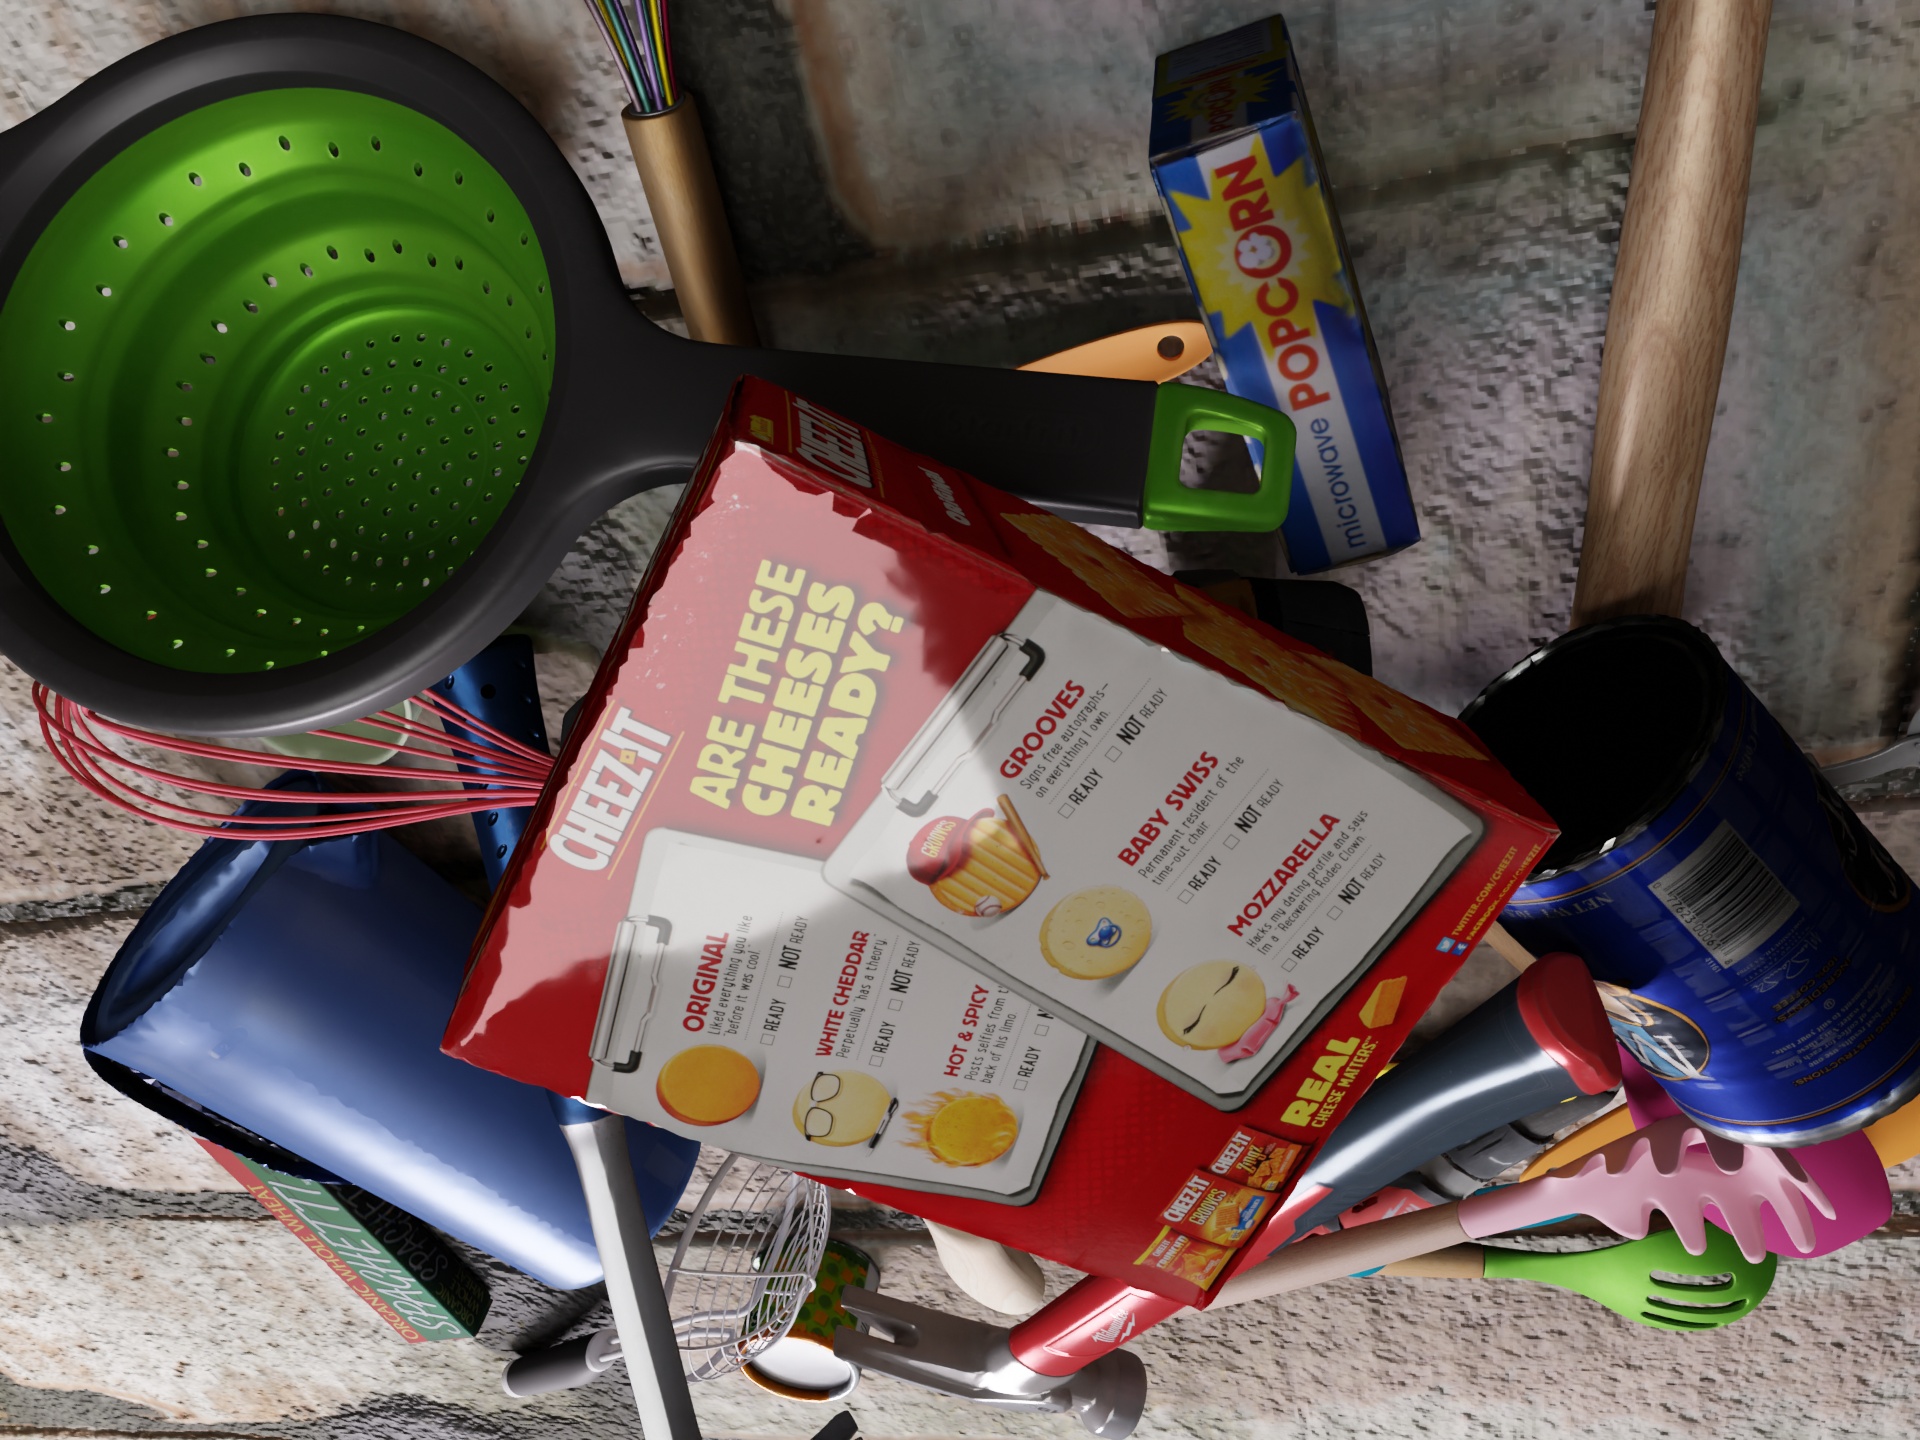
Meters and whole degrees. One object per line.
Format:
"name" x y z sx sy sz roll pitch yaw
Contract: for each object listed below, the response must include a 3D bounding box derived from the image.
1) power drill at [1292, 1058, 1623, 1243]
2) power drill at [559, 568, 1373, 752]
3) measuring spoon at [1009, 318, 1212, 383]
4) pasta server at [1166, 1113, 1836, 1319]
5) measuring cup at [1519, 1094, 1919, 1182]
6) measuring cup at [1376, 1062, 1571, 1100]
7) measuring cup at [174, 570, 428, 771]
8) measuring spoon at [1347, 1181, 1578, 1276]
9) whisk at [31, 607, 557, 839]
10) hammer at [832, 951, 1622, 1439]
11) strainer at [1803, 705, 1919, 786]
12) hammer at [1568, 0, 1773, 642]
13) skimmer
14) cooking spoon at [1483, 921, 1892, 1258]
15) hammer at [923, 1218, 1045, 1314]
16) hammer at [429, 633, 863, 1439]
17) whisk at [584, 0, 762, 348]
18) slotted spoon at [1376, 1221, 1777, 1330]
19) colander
"power drill" 0.134 0.132 0.638 0.226 0.080 0.188 33 127 -20
"power drill" -0.001 -0.002 0.514 0.226 0.185 0.084 -4 95 -2
"measuring spoon" 0.025 -0.107 0.505 0.117 0.011 0.021 -14 125 16
"pasta server" 0.176 0.210 0.628 0.316 0.040 0.060 -31 118 36
"measuring cup" 0.301 0.154 0.613 0.173 0.052 0.095 -36 119 15
"measuring cup" 0.145 0.141 0.575 0.156 0.029 0.062 -1 132 9
"measuring cup" -0.281 -0.035 0.601 0.167 0.038 0.083 18 130 -2
"measuring spoon" 0.222 0.229 0.725 0.128 0.021 0.042 -14 88 15
"whisk" -0.156 0.018 0.554 0.295 0.073 0.073 14 135 -34
"hammer" 0.082 0.182 0.577 0.143 0.038 0.386 21 138 -13
"strainer" 0.297 0.021 0.541 0.258 0.050 0.086 -19 138 27
"hammer" 0.199 -0.138 0.432 0.130 0.031 0.331 -1 129 12
"skimmer" -0.180 0.302 0.831 0.090 0.127 0.363 45 135 -10
"cooking spoon" 0.210 0.088 0.573 0.319 0.017 0.068 42 120 -4
"hammer" -0.020 0.170 0.645 0.146 0.038 0.410 15 151 29
"hammer" -0.140 0.165 0.637 0.144 0.035 0.405 -14 104 -17
"whisk" -0.087 -0.190 0.436 0.047 0.051 0.244 -6 131 8
"slotted spoon" 0.220 0.256 0.754 0.314 0.031 0.070 1 122 12
"colander" -0.108 -0.081 0.460 0.397 0.204 0.094 7 172 8
